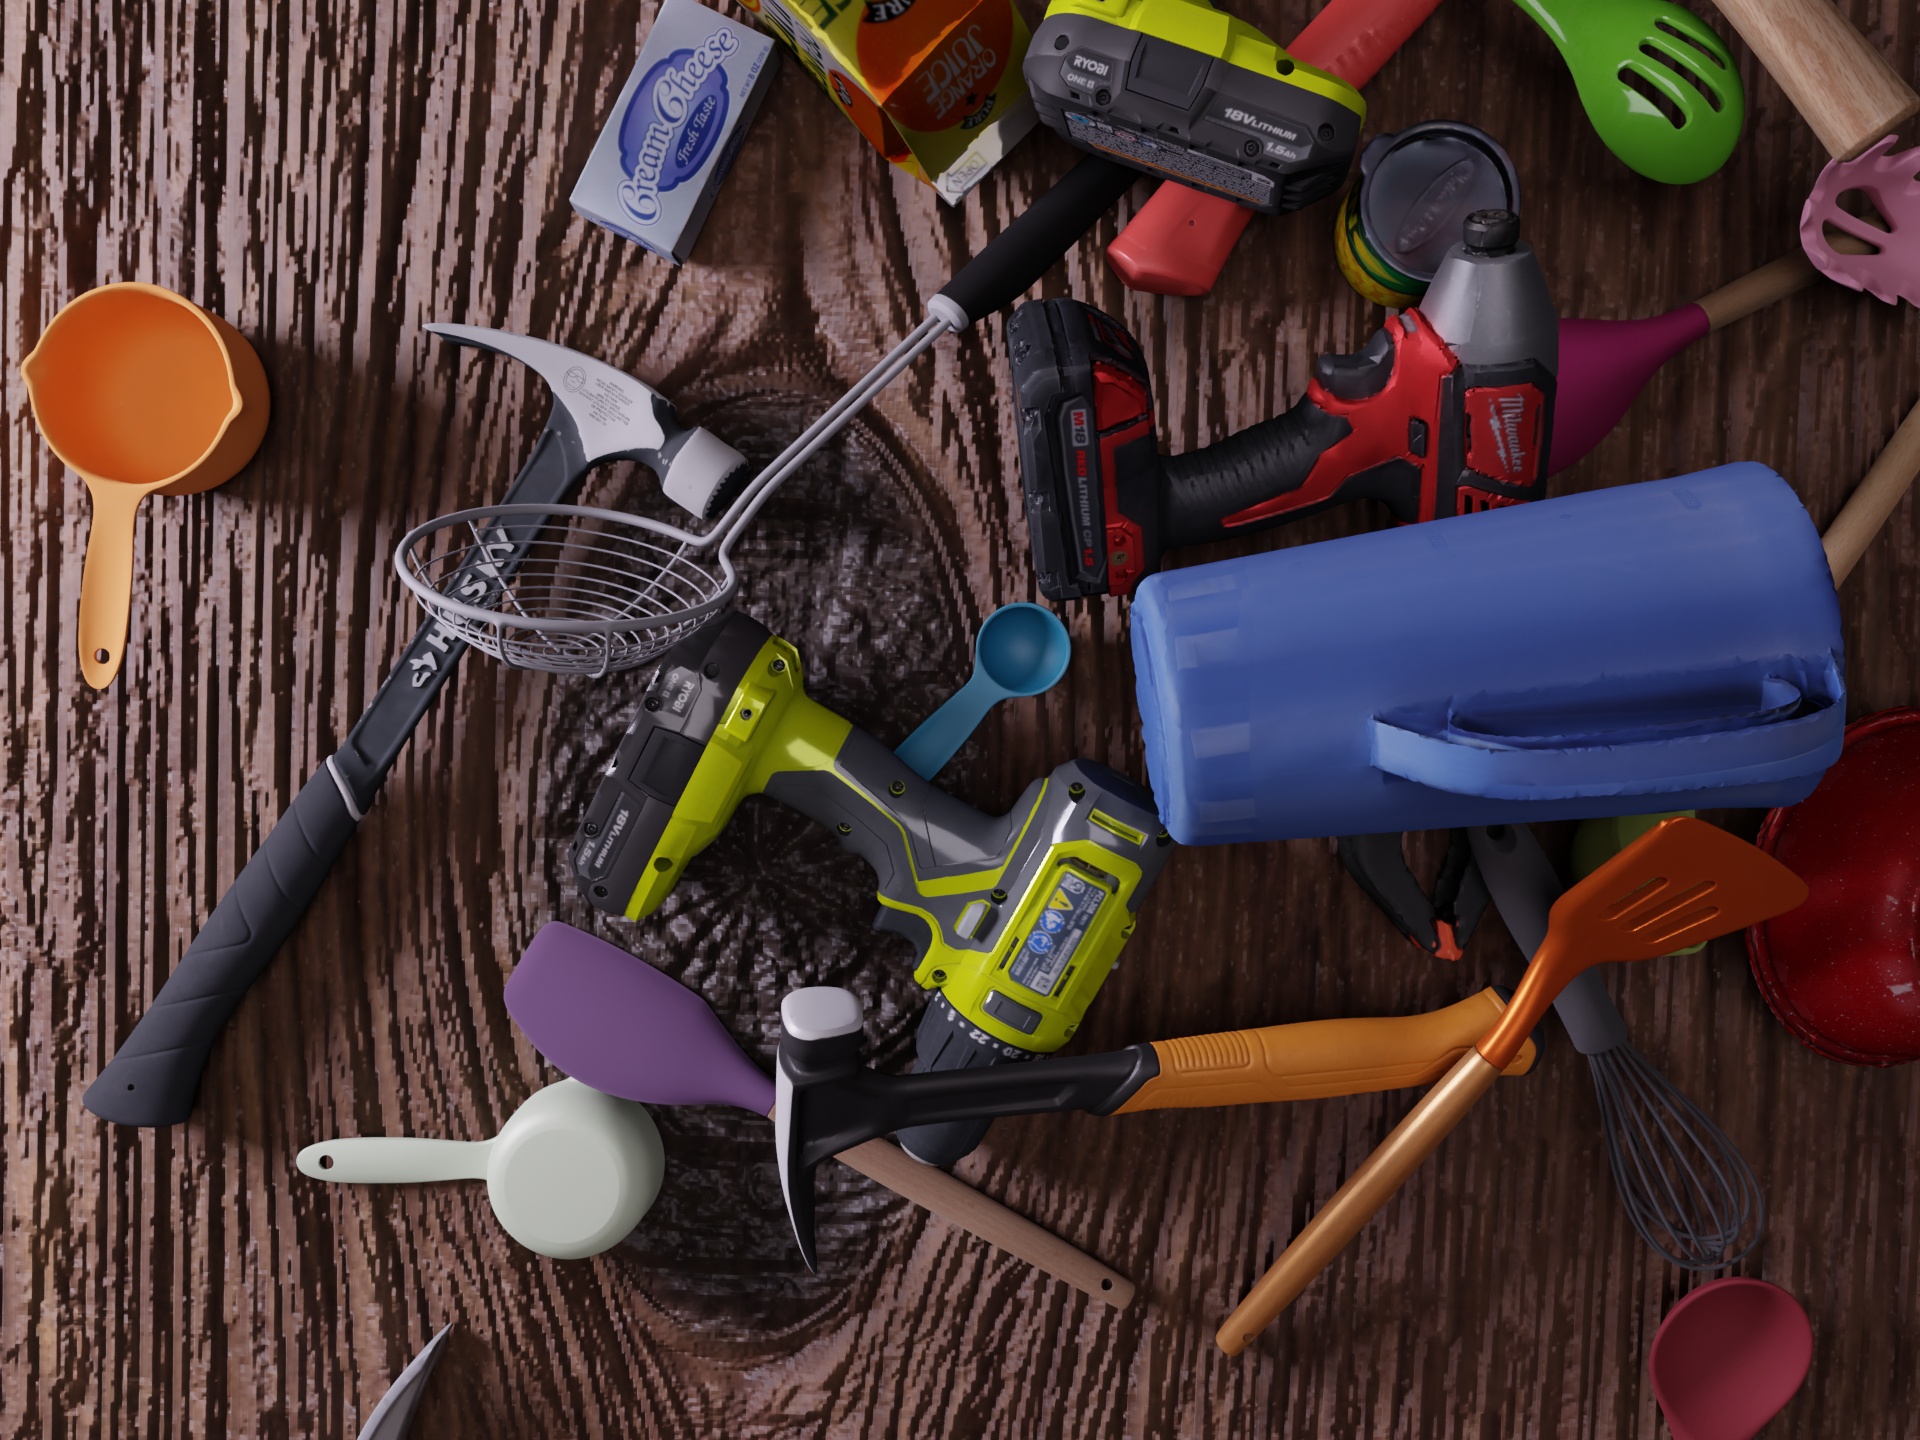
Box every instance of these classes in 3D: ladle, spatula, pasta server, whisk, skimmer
[{"bbox_3d":[0.368,-0.039,0.689,0.078,0.062,0.320,35,89,-26],"label":"ladle"},{"bbox_3d":[0.209,0.164,0.666,0.081,0.041,0.322,27,110,-22],"label":"spatula"},{"bbox_3d":[0.328,0.399,0.720,0.069,0.031,0.315,7,94,3],"label":"ladle"},{"bbox_3d":[0.494,-0.162,0.679,0.316,0.040,0.060,23,103,-6],"label":"pasta server"},{"bbox_3d":[0.279,0.135,0.687,0.055,0.055,0.239,-30,98,2],"label":"whisk"},{"bbox_3d":[-0.059,-0.148,0.644,0.363,0.127,0.090,-44,136,-11],"label":"skimmer"},{"bbox_3d":[-0.062,0.187,0.720,0.316,0.018,0.060,28,76,0],"label":"spatula"}]

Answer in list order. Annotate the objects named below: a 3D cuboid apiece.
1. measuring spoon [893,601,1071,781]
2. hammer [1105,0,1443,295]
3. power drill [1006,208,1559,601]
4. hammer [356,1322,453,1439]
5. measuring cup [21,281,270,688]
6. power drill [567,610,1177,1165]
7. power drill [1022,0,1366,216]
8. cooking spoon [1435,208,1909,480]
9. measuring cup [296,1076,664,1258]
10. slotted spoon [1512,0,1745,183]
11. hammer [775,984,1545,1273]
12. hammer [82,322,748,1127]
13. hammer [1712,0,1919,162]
[{"bbox_3d":[-0.001,-0.002,0.717,0.042,0.021,0.128,43,101,-4],"label":"measuring spoon"},{"bbox_3d":[0.190,-0.331,0.688,0.149,0.037,0.359,44,92,-1],"label":"hammer"},{"bbox_3d":[0.133,-0.127,0.652,0.219,0.079,0.143,-7,125,1],"label":"power drill"},{"bbox_3d":[-0.099,0.413,0.721,0.386,0.038,0.143,23,91,0],"label":"hammer"},{"bbox_3d":[-0.356,-0.101,0.699,0.095,0.052,0.173,9,94,0],"label":"measuring cup"},{"bbox_3d":[-0.044,0.073,0.687,0.228,0.080,0.190,28,102,-3],"label":"power drill"},{"bbox_3d":[0.130,-0.324,0.618,0.171,0.080,0.223,22,98,7],"label":"power drill"},{"bbox_3d":[0.349,-0.189,0.700,0.319,0.017,0.069,-26,93,2],"label":"cooking spoon"},{"bbox_3d":[-0.219,0.203,0.713,0.167,0.038,0.083,1,92,-1],"label":"measuring cup"},{"bbox_3d":[0.196,-0.328,0.658,0.314,0.031,0.070,35,85,1],"label":"slotted spoon"},{"bbox_3d":[0.090,0.156,0.673,0.336,0.034,0.127,-3,119,-13],"label":"hammer"},{"bbox_3d":[-0.268,0.010,0.709,0.149,0.036,0.409,35,93,1],"label":"hammer"},{"bbox_3d":[0.269,-0.364,0.640,0.130,0.031,0.331,-35,82,6],"label":"hammer"}]
